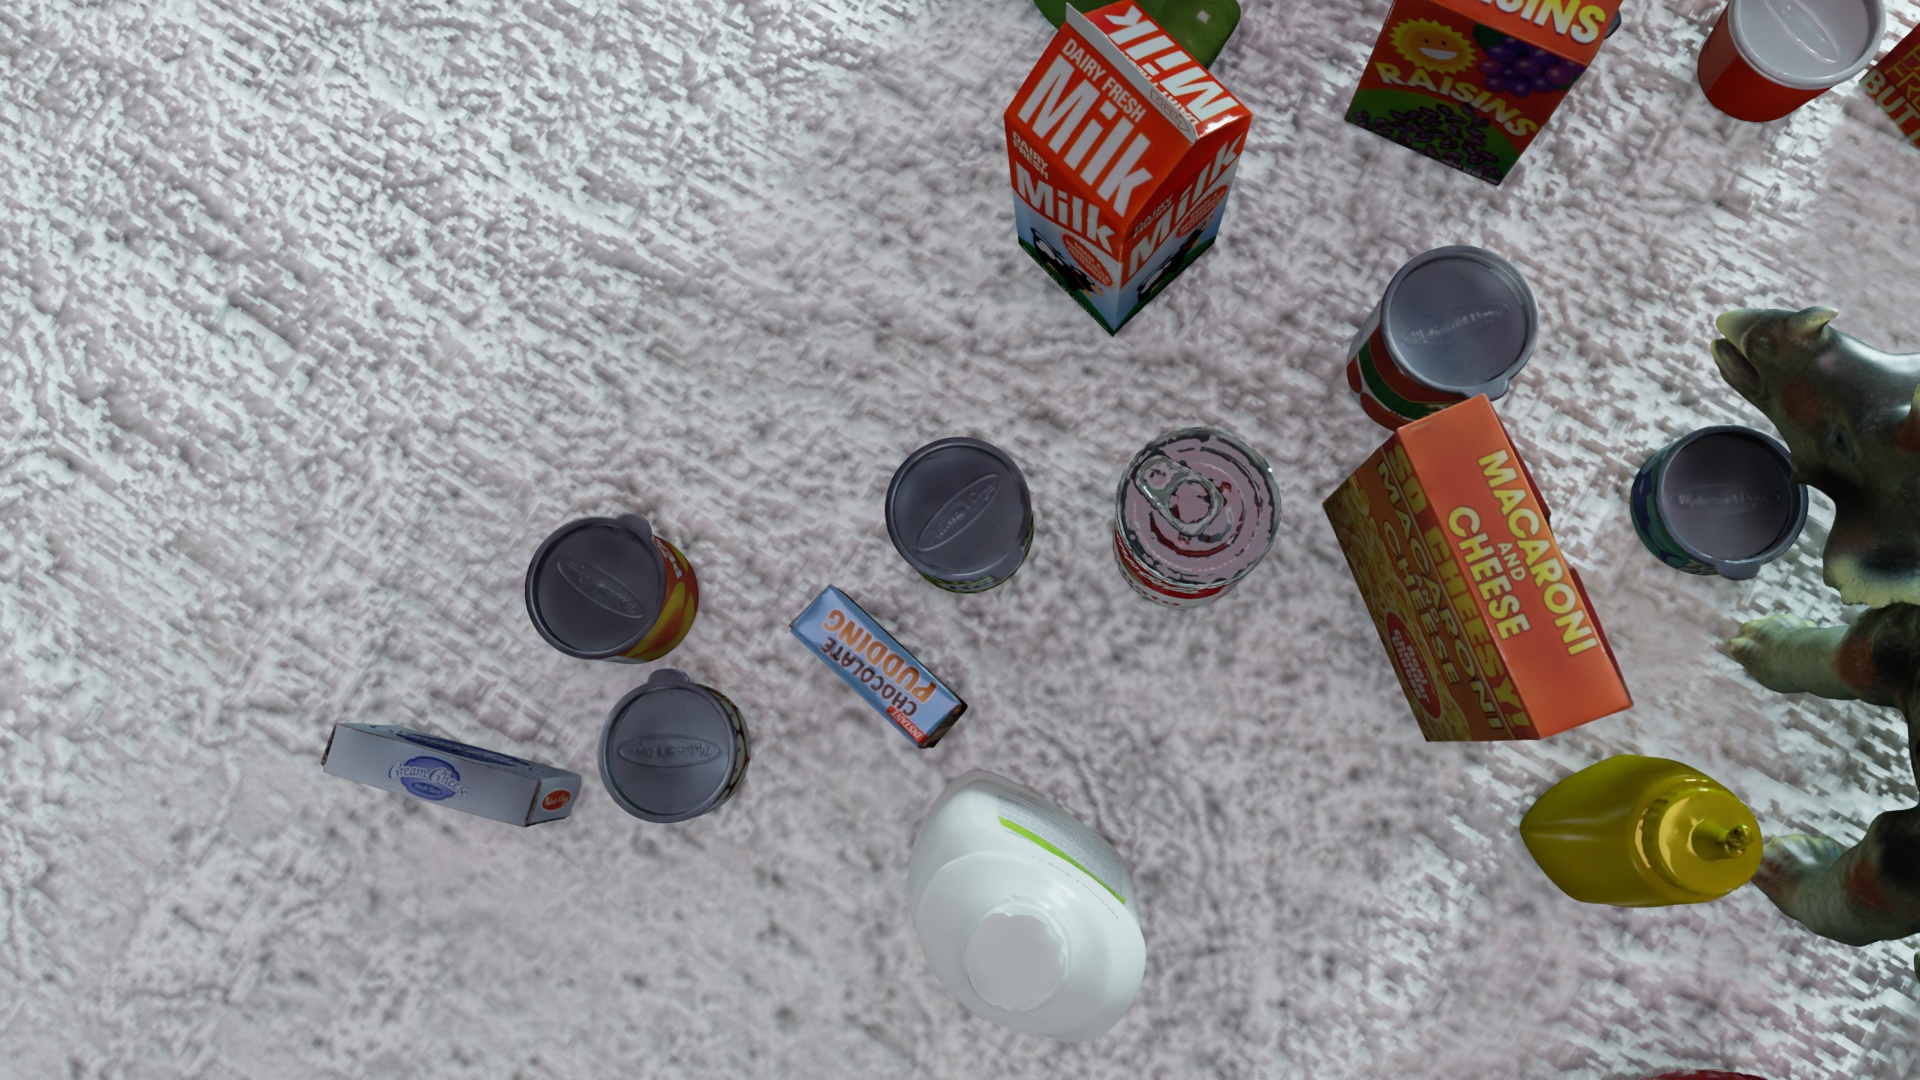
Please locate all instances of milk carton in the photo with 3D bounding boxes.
[{"bbox_3d":[0.070,-0.161,0.600,0.073,0.190,0.072,-43,81,-2],"label":"milk carton"}]

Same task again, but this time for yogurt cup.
[{"bbox_3d":[0.386,-0.234,0.654,0.072,0.054,0.072,-1,81,5],"label":"yogurt cup"}]

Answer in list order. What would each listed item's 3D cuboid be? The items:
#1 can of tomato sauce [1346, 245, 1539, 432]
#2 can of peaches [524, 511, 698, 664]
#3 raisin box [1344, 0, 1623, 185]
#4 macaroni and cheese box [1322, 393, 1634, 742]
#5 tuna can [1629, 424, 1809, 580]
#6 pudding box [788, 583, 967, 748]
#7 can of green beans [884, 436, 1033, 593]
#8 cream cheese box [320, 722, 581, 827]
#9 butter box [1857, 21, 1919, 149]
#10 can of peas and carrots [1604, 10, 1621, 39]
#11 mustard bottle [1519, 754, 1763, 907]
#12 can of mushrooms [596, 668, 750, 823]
[{"bbox_3d":[0.217,-0.086,0.630,0.071,0.083,0.071,-1,81,5],"label":"can of tomato sauce"},{"bbox_3d":[-0.162,0.023,0.657,0.071,0.058,0.071,-1,81,5],"label":"can of peaches"},{"bbox_3d":[0.232,-0.217,0.629,0.086,0.123,0.040,27,85,8],"label":"raisin box"},{"bbox_3d":[0.204,0.019,0.572,0.040,0.166,0.124,-22,80,2],"label":"macaroni and cheese box"},{"bbox_3d":[0.345,-0.015,0.634,0.071,0.033,0.071,-1,81,5],"label":"tuna can"},{"bbox_3d":[-0.037,0.059,0.645,0.084,0.049,0.030,42,87,9],"label":"pudding box"},{"bbox_3d":[0.001,-0.010,0.649,0.071,0.057,0.071,-1,81,5],"label":"can of green beans"},{"bbox_3d":[-0.237,0.110,0.652,0.104,0.053,0.024,13,83,7],"label":"cream cheese box"},{"bbox_3d":[0.470,-0.193,0.641,0.024,0.053,0.103,-35,80,-1],"label":"butter box"},{"bbox_3d":[0.274,-0.251,0.664,0.071,0.058,0.071,-1,81,5],"label":"can of peas and carrots"},{"bbox_3d":[0.276,0.118,0.554,0.065,0.160,0.049,-36,80,-1],"label":"mustard bottle"},{"bbox_3d":[-0.134,0.097,0.656,0.071,0.033,0.071,-1,81,5],"label":"can of mushrooms"}]
